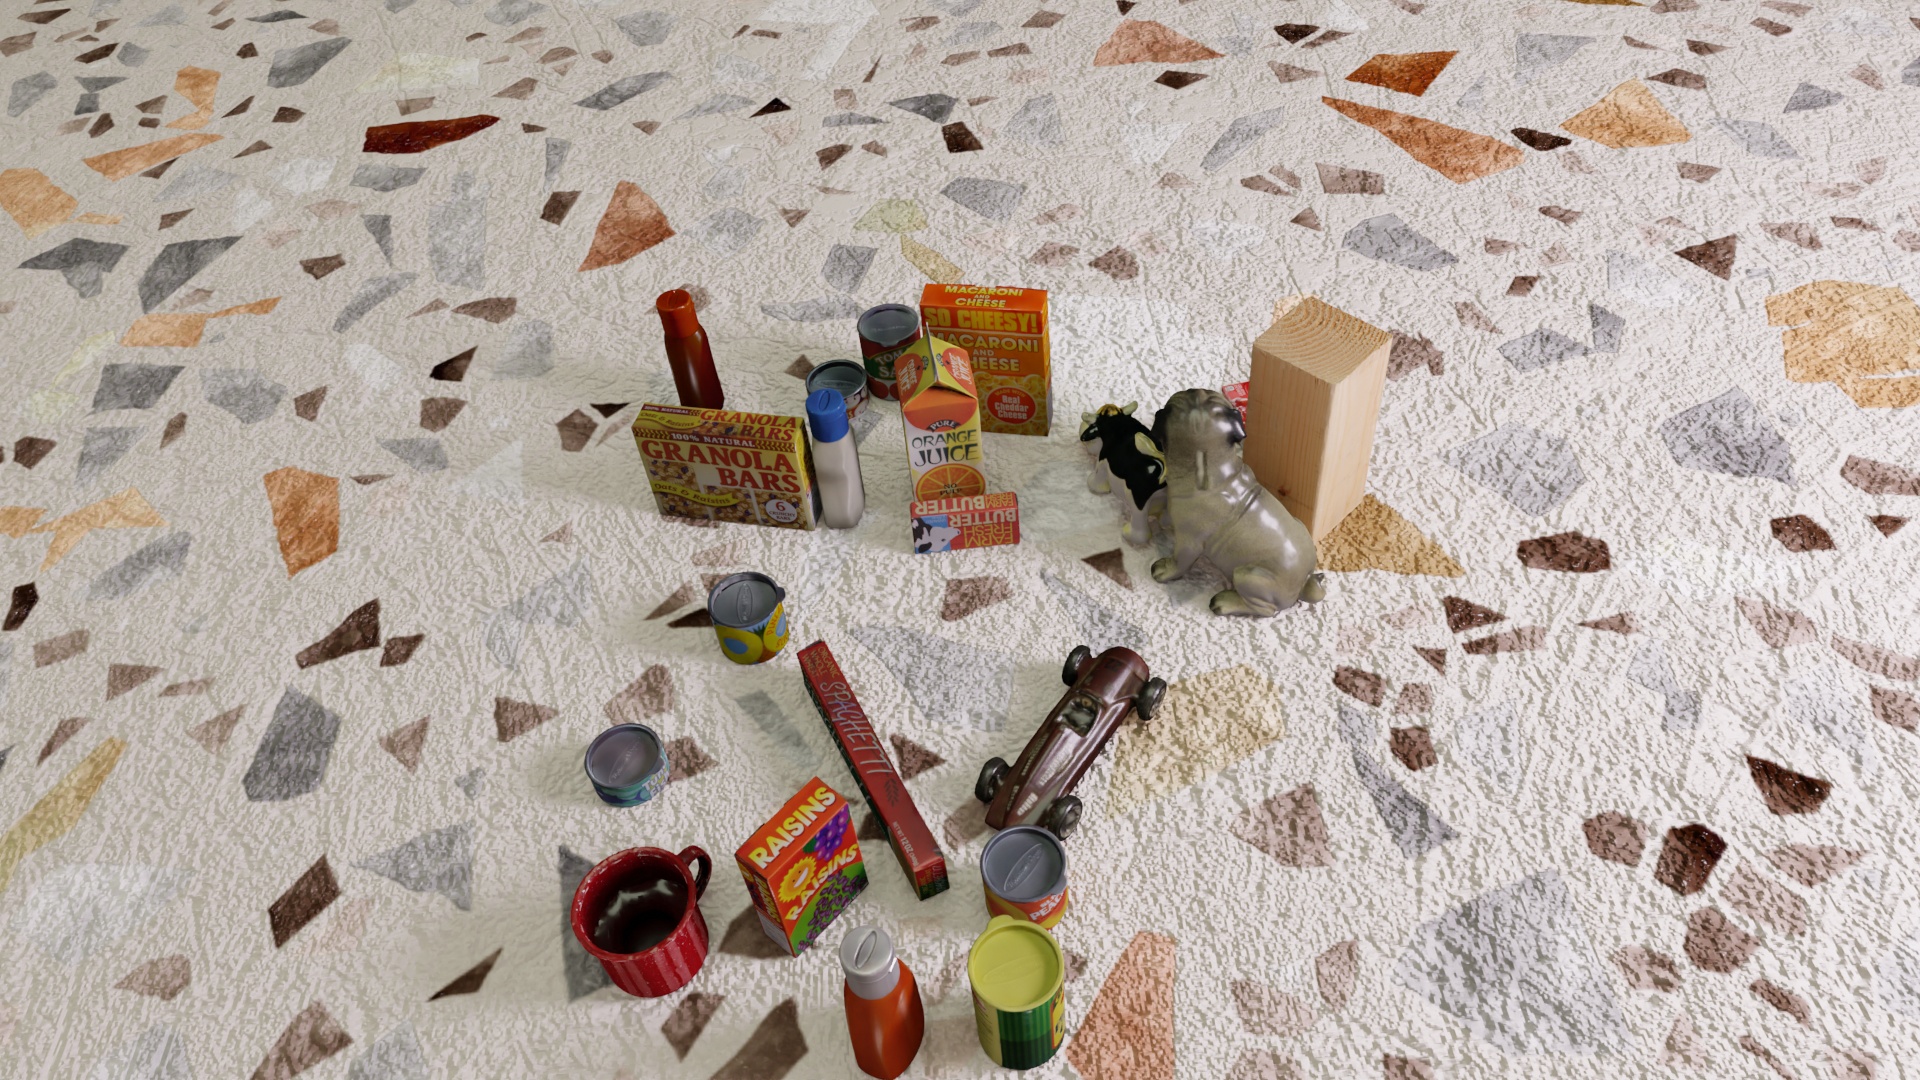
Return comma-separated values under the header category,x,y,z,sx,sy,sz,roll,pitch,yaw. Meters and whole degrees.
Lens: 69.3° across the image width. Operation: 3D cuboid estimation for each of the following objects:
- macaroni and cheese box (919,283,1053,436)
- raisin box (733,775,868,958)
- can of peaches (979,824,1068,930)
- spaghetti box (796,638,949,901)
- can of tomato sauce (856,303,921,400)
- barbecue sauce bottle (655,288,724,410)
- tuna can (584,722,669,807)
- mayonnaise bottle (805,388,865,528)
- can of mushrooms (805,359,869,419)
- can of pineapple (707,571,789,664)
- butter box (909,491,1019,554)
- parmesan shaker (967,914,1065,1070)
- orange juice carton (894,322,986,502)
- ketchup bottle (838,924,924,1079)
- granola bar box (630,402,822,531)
category,x,y,z,sx,sy,sz,roll,pitch,yaw
macaroni and cheese box,0.028,-0.182,1.404,0.124,0.165,0.040,5,48,10
raisin box,-0.118,0.248,1.053,0.040,0.122,0.086,31,58,29
can of peaches,0.052,0.263,1.067,0.071,0.057,0.071,-3,47,3
spaghetti box,-0.076,0.185,1.156,0.029,0.050,0.251,-23,49,-14
can of tomato sauce,-0.072,-0.200,1.487,0.071,0.082,0.071,-3,47,3
barbecue sauce bottle,-0.284,-0.195,1.459,0.044,0.147,0.065,-1,48,5
tuna can,-0.281,0.192,1.182,0.071,0.032,0.071,-3,47,3
mayonnaise bottle,-0.121,-0.081,1.338,0.041,0.147,0.065,2,48,7
can of mushrooms,-0.132,-0.159,1.489,0.071,0.033,0.071,-3,47,3
can of pineapple,-0.191,0.071,1.267,0.071,0.057,0.071,-3,47,3
butter box,0.005,-0.017,1.331,0.103,0.052,0.024,-6,47,0
parmesan shaker,0.041,0.321,0.984,0.071,0.102,0.072,-3,47,3
orange juice carton,-0.019,-0.113,1.328,0.073,0.191,0.072,-8,47,-2
ketchup bottle,-0.056,0.318,0.966,0.043,0.148,0.065,14,51,18
granola bar box,-0.225,-0.072,1.357,0.165,0.123,0.039,6,49,11
